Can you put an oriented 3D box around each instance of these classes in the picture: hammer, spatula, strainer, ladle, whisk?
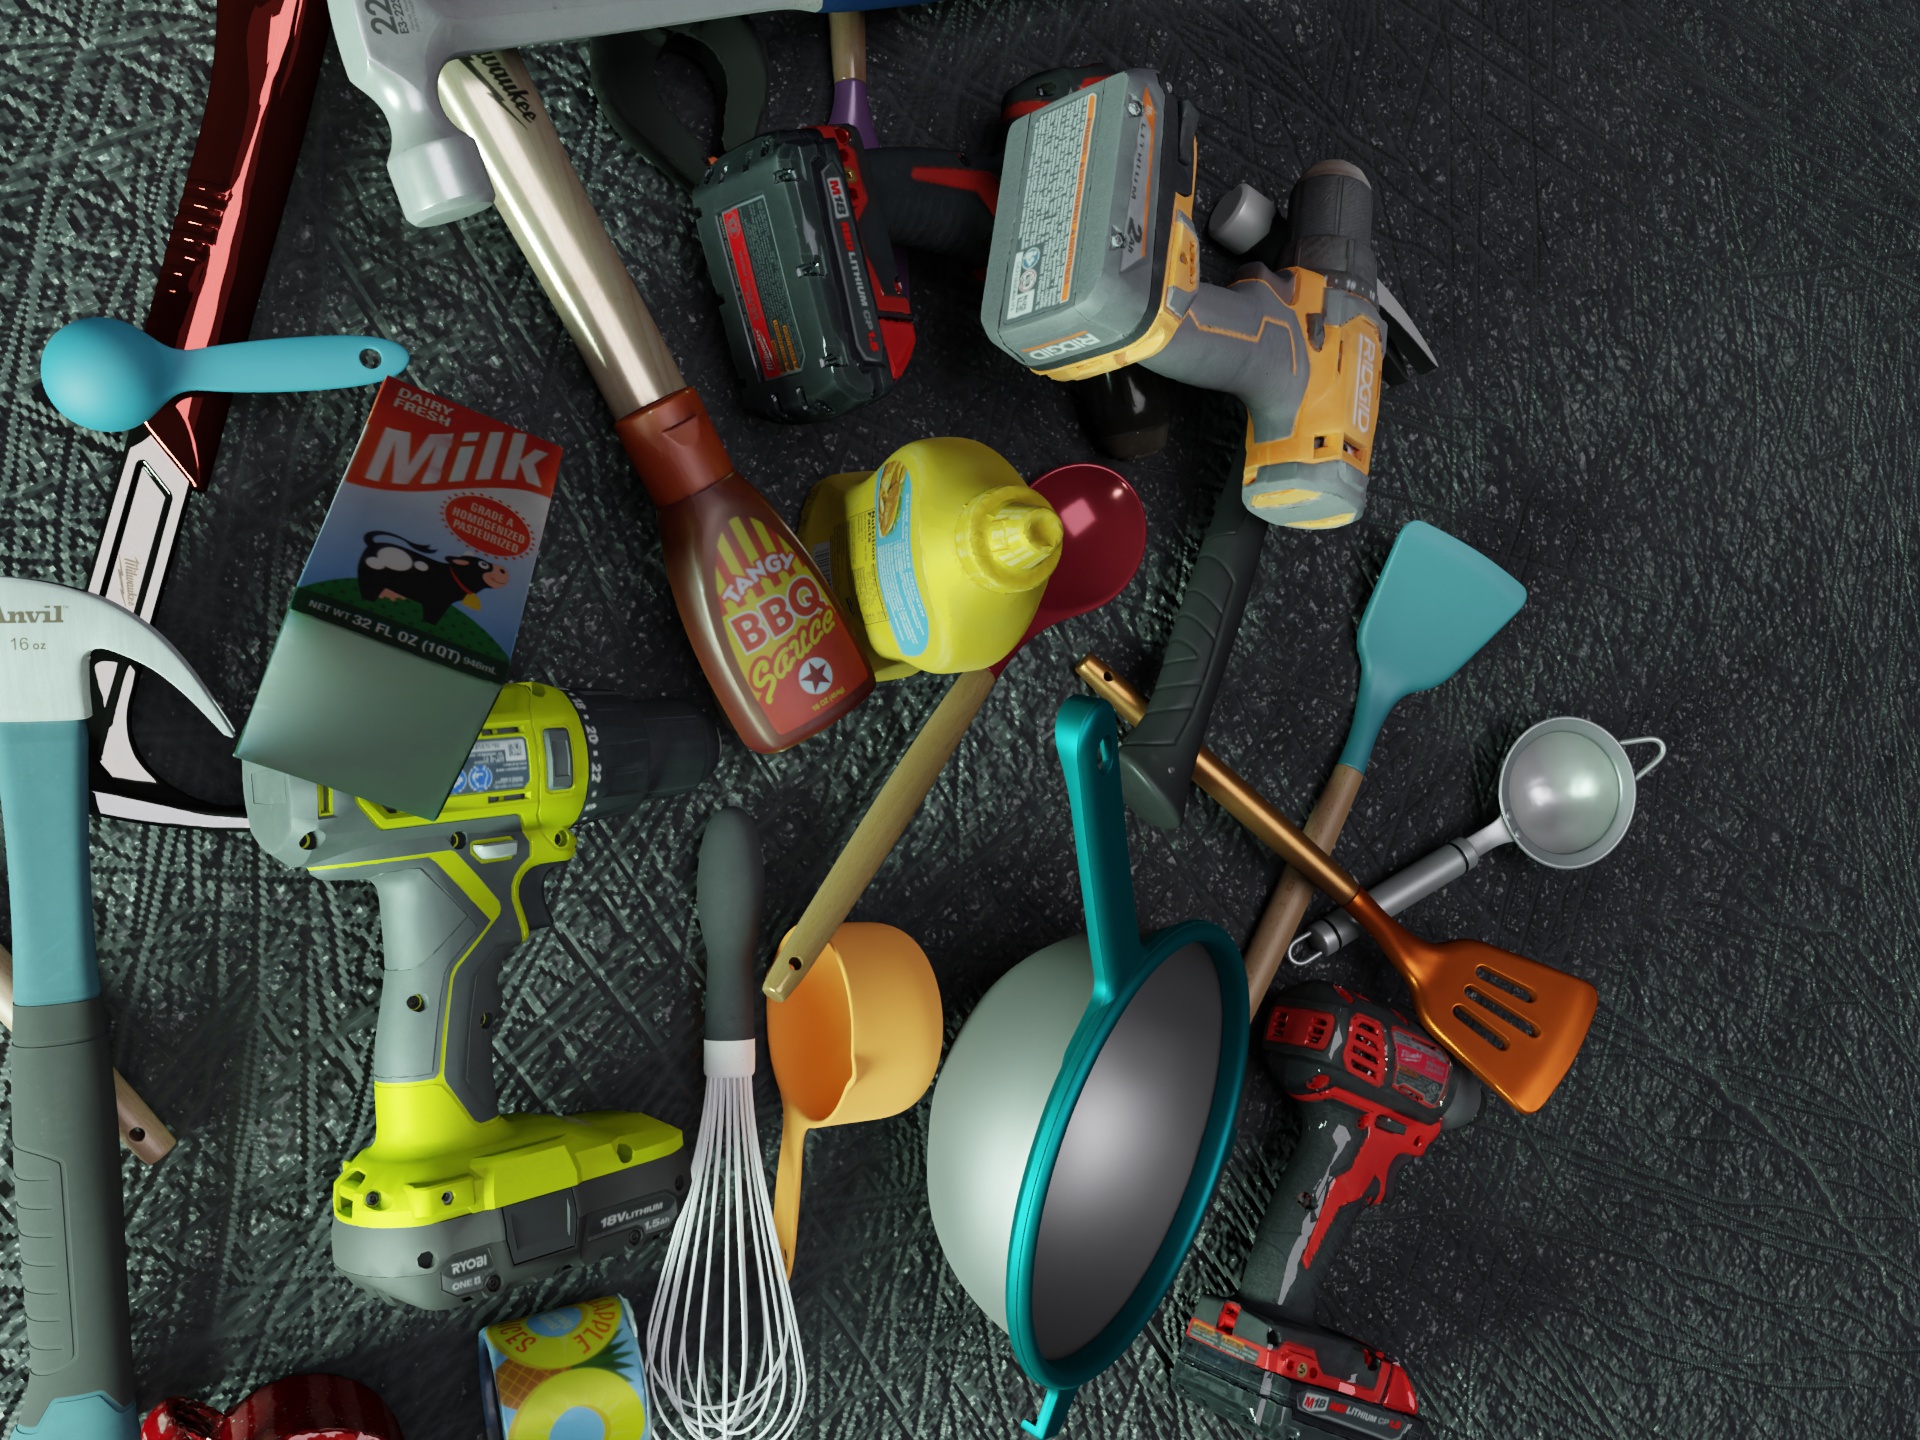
[{"bbox_3d":[-0.290,-0.139,0.621,0.149,0.037,0.359,15,82,-24],"label":"hammer"},{"bbox_3d":[-0.055,-0.325,0.748,0.059,0.018,0.316,-2,90,-25],"label":"spatula"},{"bbox_3d":[-0.145,-0.179,0.669,0.146,0.038,0.410,-34,109,-26],"label":"hammer"},{"bbox_3d":[0.283,0.070,0.886,0.258,0.050,0.087,-27,94,-18],"label":"strainer"},{"bbox_3d":[0.200,0.048,0.844,0.082,0.044,0.317,30,78,-11],"label":"spatula"},{"bbox_3d":[0.038,0.128,0.687,0.211,0.095,0.340,-43,136,-41],"label":"strainer"},{"bbox_3d":[-0.001,-0.002,0.725,0.069,0.031,0.315,35,60,-3],"label":"ladle"},{"bbox_3d":[-0.074,-0.321,0.677,0.405,0.035,0.144,-28,108,-37],"label":"hammer"},{"bbox_3d":[0.148,-0.102,0.811,0.146,0.035,0.335,28,71,-22],"label":"hammer"},{"bbox_3d":[-0.326,0.113,0.574,0.128,0.033,0.331,-3,97,-24],"label":"hammer"},{"bbox_3d":[0.185,0.072,0.809,0.322,0.041,0.081,40,71,-7],"label":"spatula"},{"bbox_3d":[-0.100,0.180,0.695,0.070,0.070,0.285,3,83,-25],"label":"whisk"}]

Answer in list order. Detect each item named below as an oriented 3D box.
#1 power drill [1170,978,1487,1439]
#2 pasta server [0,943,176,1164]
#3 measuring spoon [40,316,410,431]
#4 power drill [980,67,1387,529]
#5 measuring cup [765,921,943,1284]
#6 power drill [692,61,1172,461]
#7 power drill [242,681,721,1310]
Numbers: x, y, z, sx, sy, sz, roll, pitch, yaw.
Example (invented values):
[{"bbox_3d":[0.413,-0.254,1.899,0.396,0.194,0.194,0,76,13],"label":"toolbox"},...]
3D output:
[{"bbox_3d":[0.201,0.257,0.821,0.143,0.078,0.220,27,74,-29],"label":"power drill"},{"bbox_3d":[-0.393,0.044,0.566,0.060,0.040,0.316,-38,105,-11],"label":"pasta server"},{"bbox_3d":[-0.273,-0.134,0.596,0.128,0.021,0.042,-10,94,-24],"label":"measuring spoon"},{"bbox_3d":[0.120,-0.208,0.730,0.226,0.084,0.185,19,73,-41],"label":"power drill"},{"bbox_3d":[-0.051,0.172,0.711,0.052,0.095,0.173,0,107,-30],"label":"measuring cup"},{"bbox_3d":[0.007,-0.195,0.734,0.226,0.080,0.188,-23,106,-35],"label":"power drill"},{"bbox_3d":[-0.175,0.097,0.640,0.190,0.080,0.228,-5,90,-42],"label":"power drill"}]
